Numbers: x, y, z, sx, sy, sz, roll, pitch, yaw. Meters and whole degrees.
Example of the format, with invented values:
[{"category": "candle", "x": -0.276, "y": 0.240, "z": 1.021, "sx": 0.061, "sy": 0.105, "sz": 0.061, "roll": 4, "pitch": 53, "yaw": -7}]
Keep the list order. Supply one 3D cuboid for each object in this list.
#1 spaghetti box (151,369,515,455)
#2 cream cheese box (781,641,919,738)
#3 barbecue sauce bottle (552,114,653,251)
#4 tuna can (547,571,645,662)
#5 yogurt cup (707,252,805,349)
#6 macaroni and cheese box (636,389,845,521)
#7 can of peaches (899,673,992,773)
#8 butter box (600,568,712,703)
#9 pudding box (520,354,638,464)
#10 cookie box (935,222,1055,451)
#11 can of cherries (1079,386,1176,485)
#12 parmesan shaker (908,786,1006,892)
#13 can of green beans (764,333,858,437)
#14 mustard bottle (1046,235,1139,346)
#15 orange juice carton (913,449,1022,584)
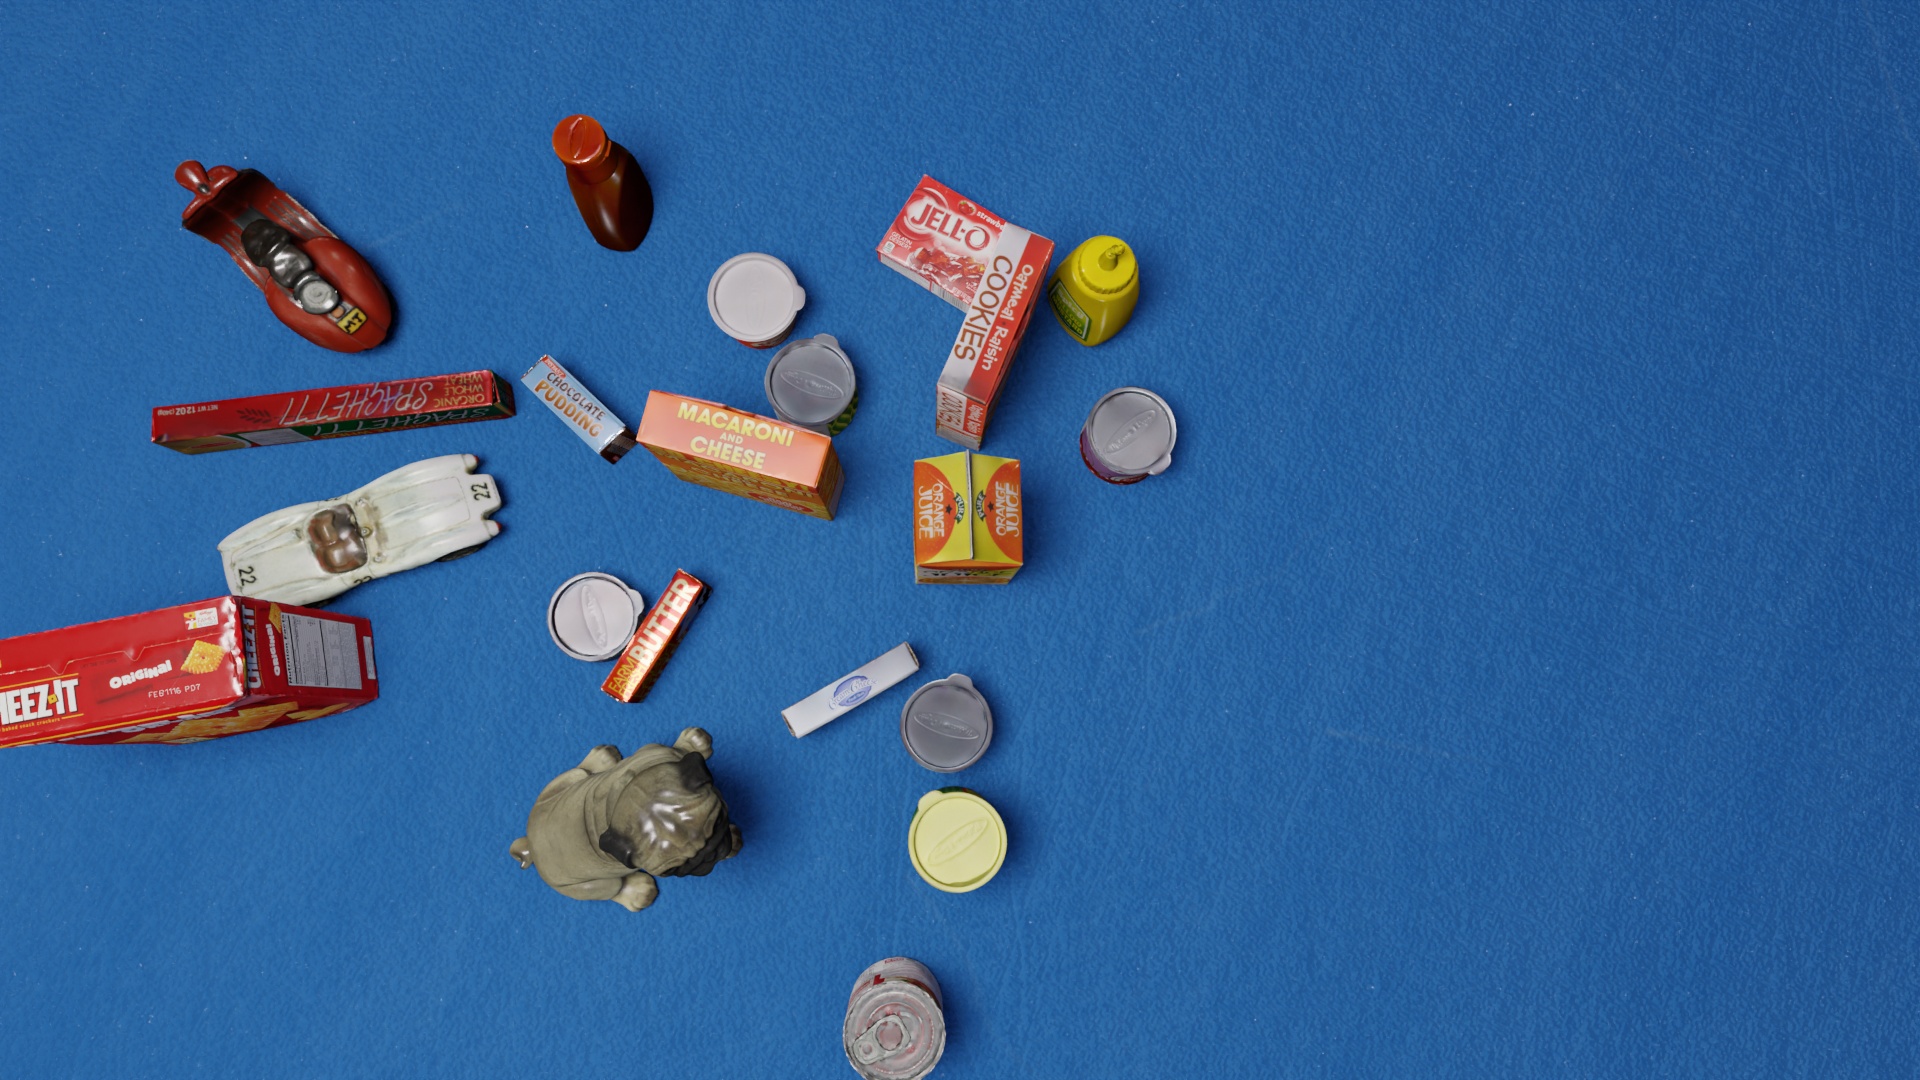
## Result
[{"category": "spaghetti box", "x": -0.463, "y": -0.095, "z": 1.034, "sx": 0.250, "sy": 0.050, "sz": 0.028, "roll": -7, "pitch": 83, "yaw": -3}, {"category": "cream cheese box", "x": -0.079, "y": 0.110, "z": 1.017, "sx": 0.104, "sy": 0.053, "sz": 0.024, "roll": -29, "pitch": 85, "yaw": -5}, {"category": "barbecue sauce bottle", "x": -0.260, "y": -0.263, "z": 1.013, "sx": 0.044, "sy": 0.148, "sz": 0.065, "roll": 10, "pitch": 83, "yaw": 0}, {"category": "tuna can", "x": -0.266, "y": 0.056, "z": 1.029, "sx": 0.071, "sy": 0.033, "sz": 0.071, "roll": 0, "pitch": 83, "yaw": -2}, {"category": "yogurt cup", "x": -0.154, "y": -0.178, "z": 1.053, "sx": 0.072, "sy": 0.054, "sz": 0.072, "roll": 0, "pitch": 83, "yaw": -2}, {"category": "macaroni and cheese box", "x": -0.149, "y": -0.058, "z": 0.980, "sx": 0.124, "sy": 0.166, "sz": 0.040, "roll": 15, "pitch": 83, "yaw": 0}, {"category": "can of peaches", "x": -0.010, "y": 0.133, "z": 1.014, "sx": 0.071, "sy": 0.058, "sz": 0.071, "roll": 0, "pitch": 83, "yaw": -2}, {"category": "butter box", "x": -0.221, "y": 0.071, "z": 1.018, "sx": 0.024, "sy": 0.053, "sz": 0.103, "roll": 32, "pitch": 83, "yaw": 2}, {"category": "pudding box", "x": -0.284, "y": -0.098, "z": 1.040, "sx": 0.084, "sy": 0.049, "sz": 0.030, "roll": 43, "pitch": 84, "yaw": 4}, {"category": "cookie box", "x": 0.023, "y": -0.140, "z": 0.996, "sx": 0.040, "sy": 0.167, "sz": 0.123, "roll": 22, "pitch": 83, "yaw": 1}, {"category": "can of cherries", "x": 0.126, "y": -0.075, "z": 1.046, "sx": 0.071, "sy": 0.058, "sz": 0.071, "roll": 0, "pitch": 83, "yaw": -2}, {"category": "parmesan shaker", "x": -0.005, "y": 0.206, "z": 0.982, "sx": 0.071, "sy": 0.103, "sz": 0.071, "roll": 0, "pitch": 83, "yaw": -2}, {"category": "can of green beans", "x": -0.111, "y": -0.113, "z": 1.044, "sx": 0.071, "sy": 0.057, "sz": 0.071, "roll": 0, "pitch": 83, "yaw": -2}, {"category": "mustard bottle", "x": 0.099, "y": -0.188, "z": 1.009, "sx": 0.049, "sy": 0.160, "sz": 0.065, "roll": -37, "pitch": 86, "yaw": -6}, {"category": "orange juice carton", "x": 0.003, "y": -0.012, "z": 0.966, "sx": 0.073, "sy": 0.192, "sz": 0.072, "roll": 0, "pitch": 83, "yaw": -2}]
